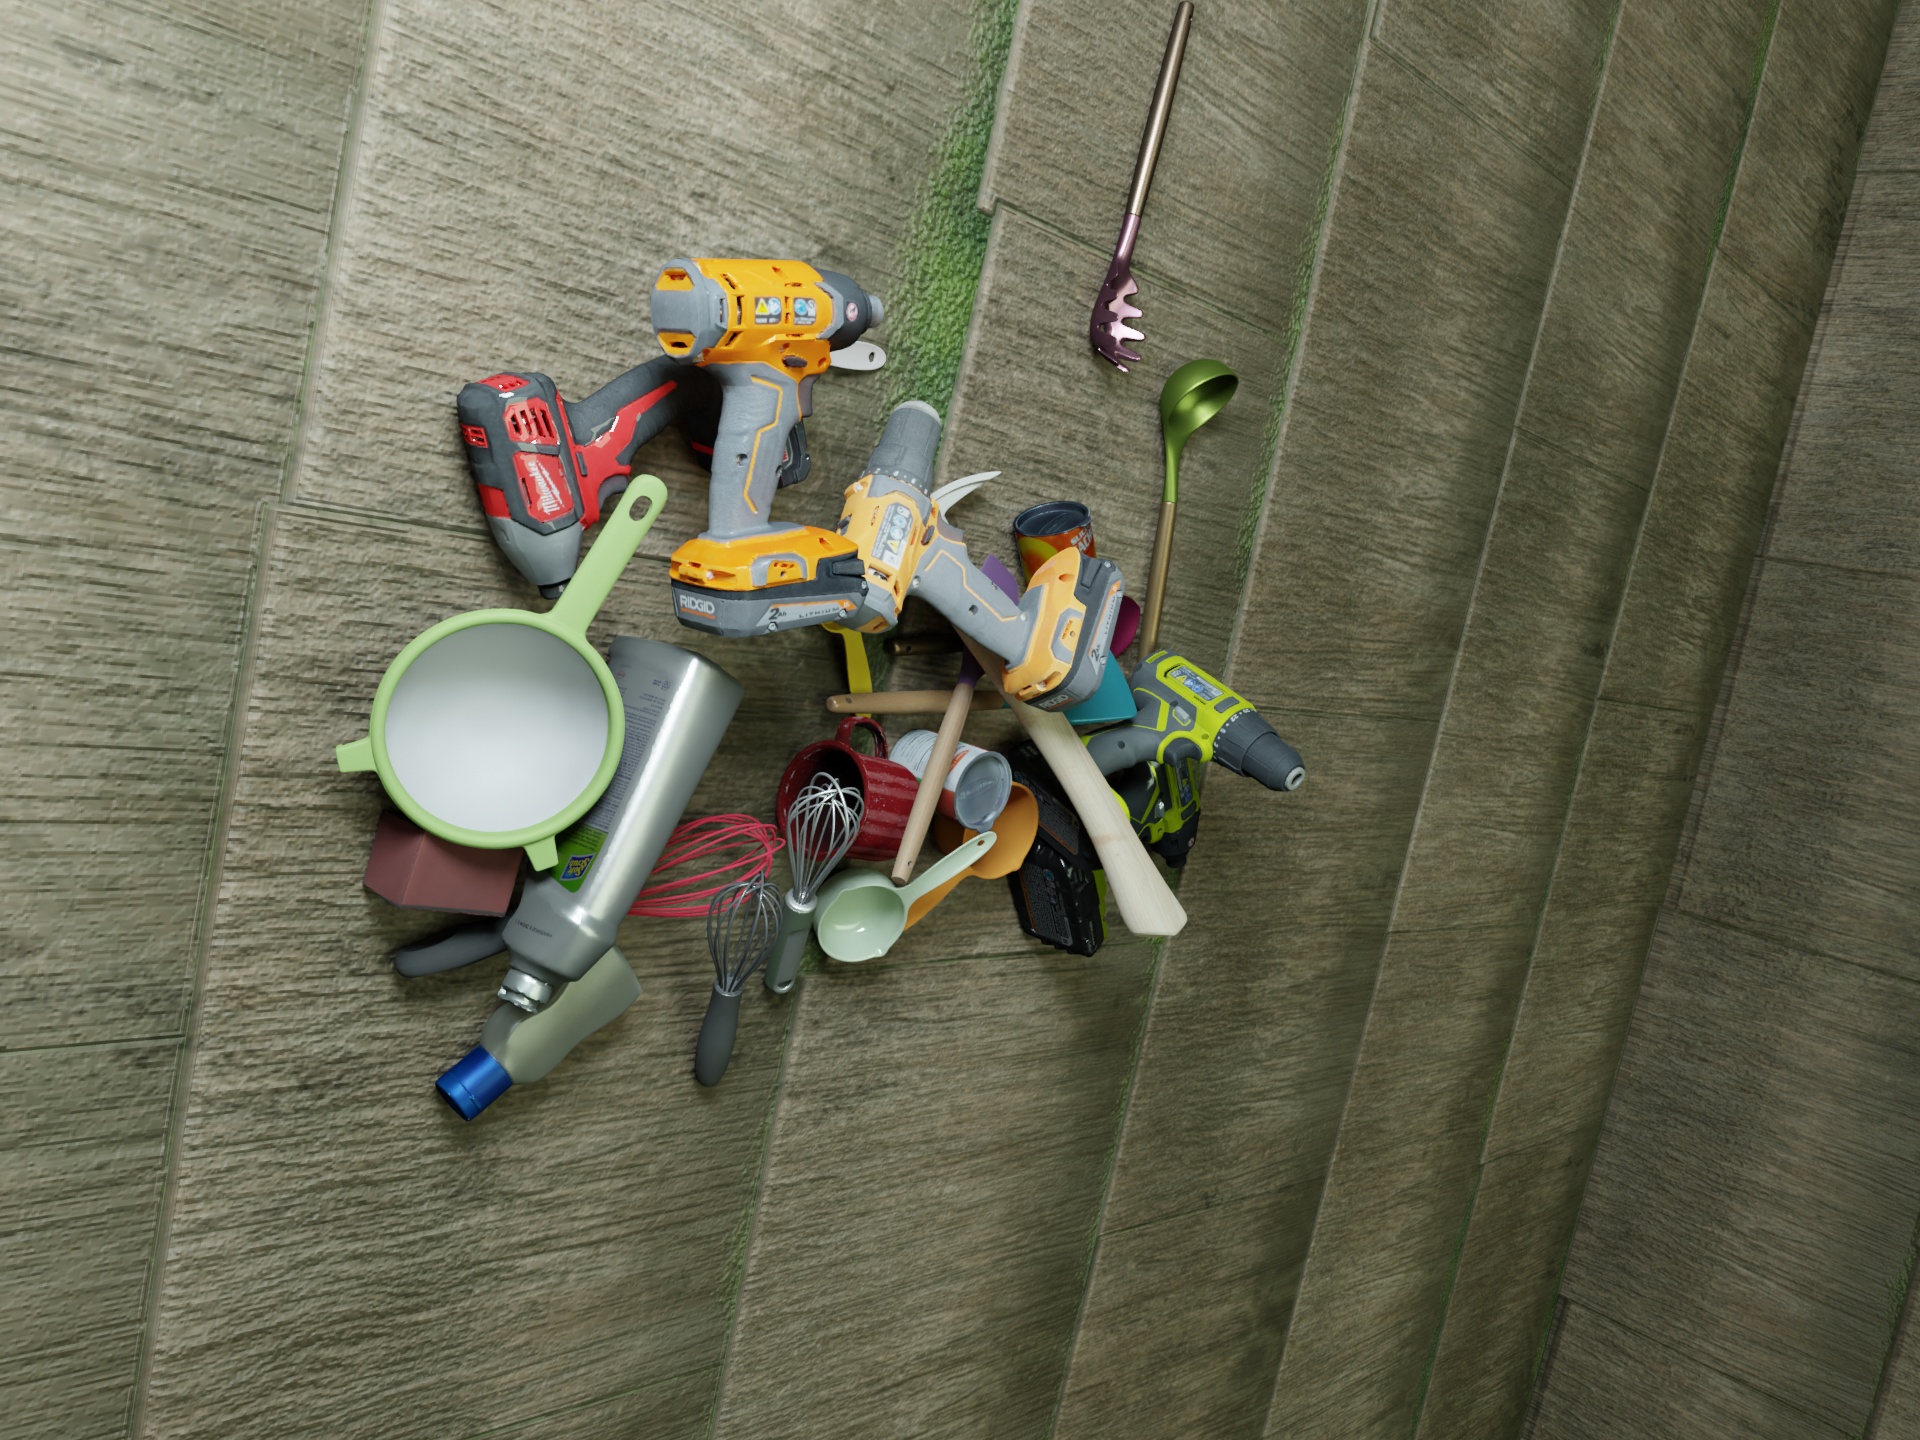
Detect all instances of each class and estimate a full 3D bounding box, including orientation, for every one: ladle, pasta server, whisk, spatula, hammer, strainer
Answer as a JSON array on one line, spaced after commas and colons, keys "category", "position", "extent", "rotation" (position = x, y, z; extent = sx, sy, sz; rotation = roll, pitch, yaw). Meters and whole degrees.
[{"category": "ladle", "position": [0.201, -0.176, 1.486], "extent": [0.078, 0.062, 0.320], "rotation": [-10, 113, -46]}, {"category": "pasta server", "position": [0.161, -0.457, 1.361], "extent": [0.060, 0.040, 0.316], "rotation": [10, 95, -60]}, {"category": "whisk", "position": [-0.249, 0.125, 1.109], "extent": [0.295, 0.073, 0.073], "rotation": [-17, 115, -37]}, {"category": "spatula", "position": [-0.002, -0.004, 1.278], "extent": [0.059, 0.018, 0.316], "rotation": [45, 49, -33]}, {"category": "hammer", "position": [0.075, -0.003, 1.292], "extent": [0.146, 0.038, 0.410], "rotation": [-38, 101, -31]}, {"category": "strainer", "position": [-0.263, -0.045, 0.995], "extent": [0.151, 0.069, 0.256], "rotation": [32, 88, -27]}, {"category": "spatula", "position": [0.019, -0.024, 1.332], "extent": [0.317, 0.044, 0.082], "rotation": [-3, 63, -44]}, {"category": "whisk", "position": [-0.117, 0.130, 1.193], "extent": [0.057, 0.059, 0.246], "rotation": [-13, 142, -30]}, {"category": "whisk", "position": [-0.169, 0.198, 1.170], "extent": [0.055, 0.055, 0.238], "rotation": [-25, 146, -39]}]

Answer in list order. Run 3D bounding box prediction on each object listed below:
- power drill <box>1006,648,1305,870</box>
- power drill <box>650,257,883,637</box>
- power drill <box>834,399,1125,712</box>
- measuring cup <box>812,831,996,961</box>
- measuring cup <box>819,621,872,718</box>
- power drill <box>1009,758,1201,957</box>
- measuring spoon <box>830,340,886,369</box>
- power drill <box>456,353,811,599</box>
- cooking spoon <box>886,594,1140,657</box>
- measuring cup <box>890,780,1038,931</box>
[{"category": "power drill", "position": [0.174, 0.038, 1.421], "extent": [0.228, 0.191, 0.080], "rotation": [-28, 138, -26]}, {"category": "power drill", "position": [-0.113, -0.177, 1.017], "extent": [0.164, 0.084, 0.226], "rotation": [-15, 112, -43]}, {"category": "power drill", "position": [0.012, -0.125, 1.210], "extent": [0.226, 0.084, 0.185], "rotation": [25, 66, -22]}, {"category": "measuring cup", "position": [-0.047, 0.131, 1.297], "extent": [0.167, 0.038, 0.083], "rotation": [-33, 127, -6]}, {"category": "measuring cup", "position": [-0.092, -0.061, 1.242], "extent": [0.062, 0.029, 0.156], "rotation": [-38, 140, -31]}, {"category": "power drill", "position": [0.149, 0.117, 1.515], "extent": [0.223, 0.080, 0.171], "rotation": [-39, 128, -35]}, {"category": "measuring spoon", "position": [-0.100, -0.271, 1.168], "extent": [0.124, 0.018, 0.034], "rotation": [-9, 110, -52]}, {"category": "power drill", "position": [-0.211, -0.175, 1.036], "extent": [0.219, 0.079, 0.143], "rotation": [-28, 122, -34]}, {"category": "cooking spoon", "position": [0.055, -0.074, 1.391], "extent": [0.318, 0.017, 0.068], "rotation": [-8, 119, -45]}, {"category": "measuring cup", "position": [-0.010, 0.114, 1.365], "extent": [0.173, 0.052, 0.095], "rotation": [-42, 130, -20]}]
